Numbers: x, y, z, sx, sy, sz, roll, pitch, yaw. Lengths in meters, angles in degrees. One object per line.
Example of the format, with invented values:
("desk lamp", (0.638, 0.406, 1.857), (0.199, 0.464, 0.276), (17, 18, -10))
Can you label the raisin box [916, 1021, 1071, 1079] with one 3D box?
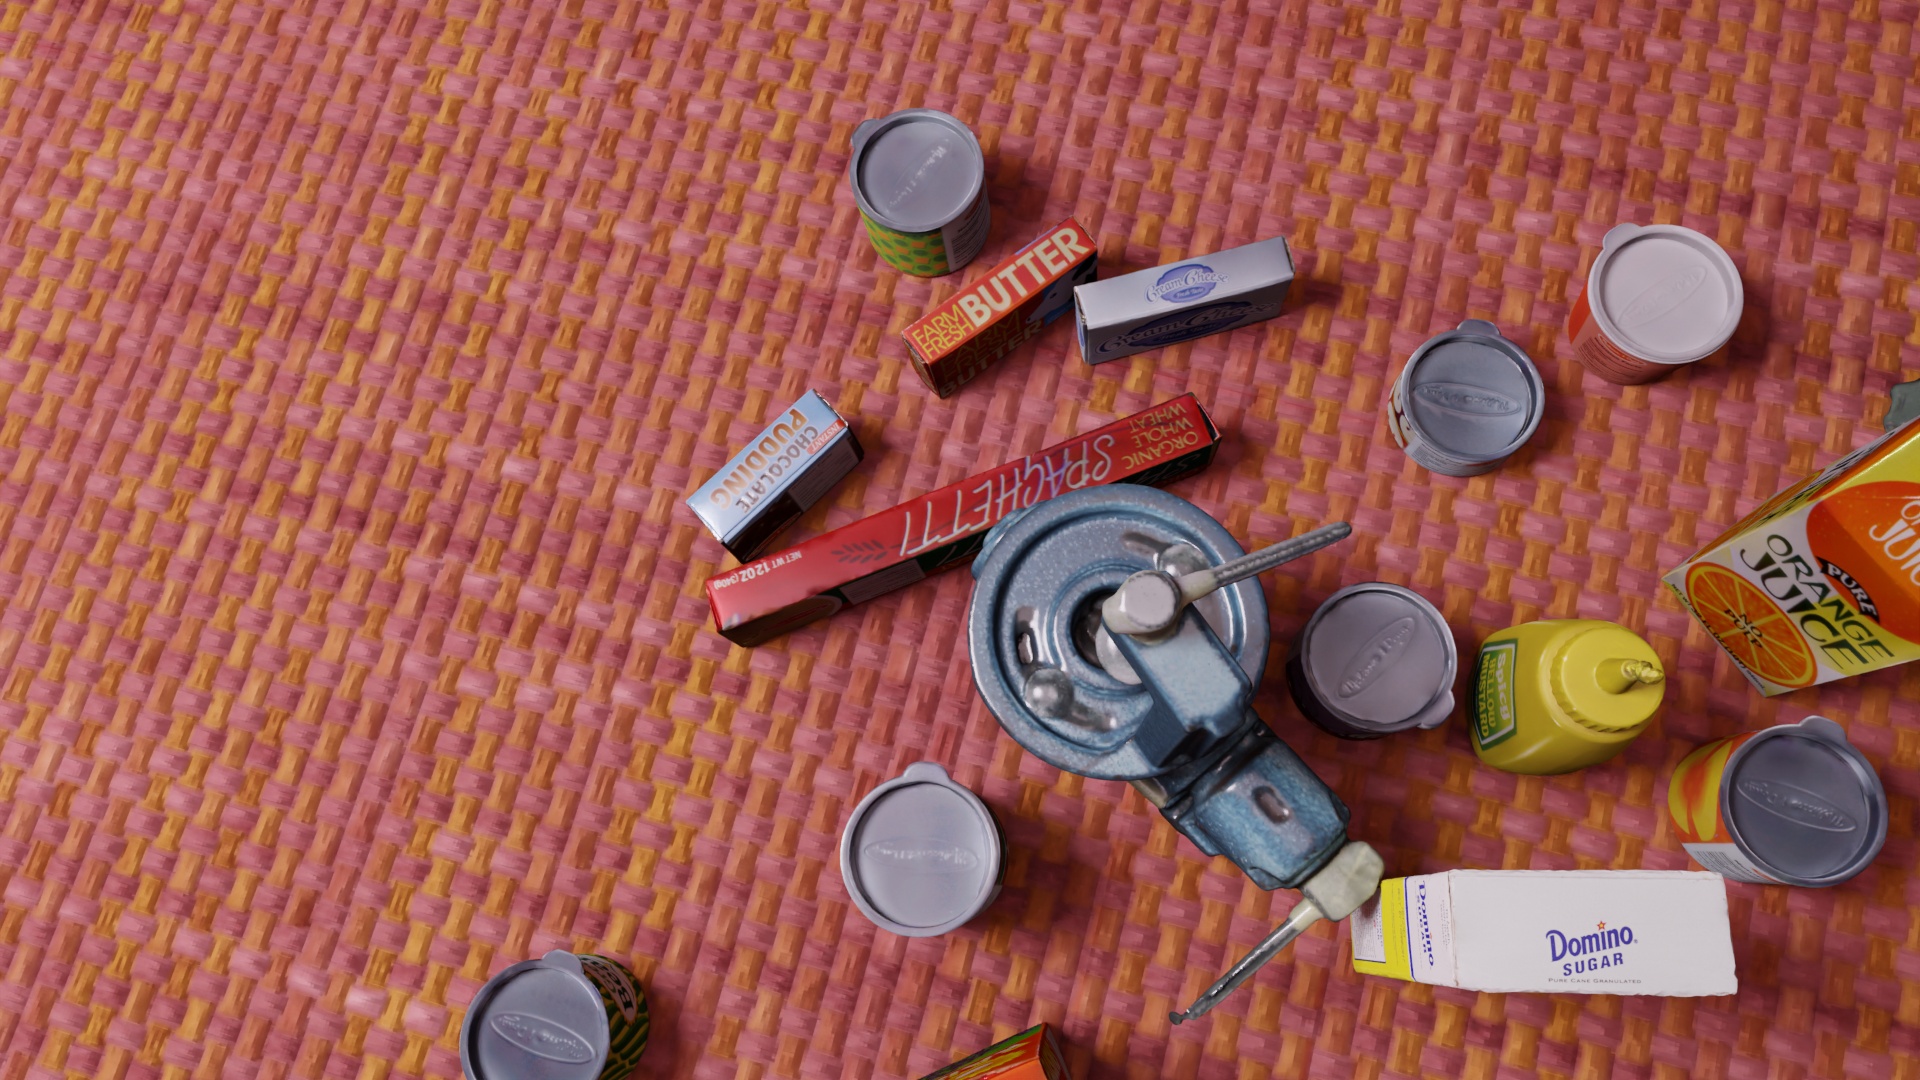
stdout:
("raisin box", (0.003, 0.236, 0.566), (0.086, 0.123, 0.040), (-23, 76, -1))

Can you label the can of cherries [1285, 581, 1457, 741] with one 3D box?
("can of cherries", (0.185, 0.058, 0.627), (0.071, 0.058, 0.071), (-1, 76, 5))

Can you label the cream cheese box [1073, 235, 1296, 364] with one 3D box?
("cream cheese box", (0.108, -0.116, 0.679), (0.104, 0.053, 0.024), (-14, 76, 2))

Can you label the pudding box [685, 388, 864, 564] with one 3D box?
("pudding box", (-0.089, -0.030, 0.677), (0.084, 0.049, 0.030), (-43, 77, -6))

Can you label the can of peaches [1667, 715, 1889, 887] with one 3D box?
("can of peaches", (0.351, 0.113, 0.599), (0.071, 0.058, 0.071), (-1, 76, 5))

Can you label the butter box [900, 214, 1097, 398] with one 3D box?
("butter box", (0.021, -0.114, 0.686), (0.103, 0.053, 0.024), (-35, 76, -4))

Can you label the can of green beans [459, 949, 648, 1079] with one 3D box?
("can of green beans", (-0.179, 0.220, 0.620), (0.071, 0.057, 0.071), (-1, 76, 5))

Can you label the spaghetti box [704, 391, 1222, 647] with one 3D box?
("spaghetti box", (0.002, -0.008, 0.664), (0.250, 0.050, 0.029), (-21, 76, 0))

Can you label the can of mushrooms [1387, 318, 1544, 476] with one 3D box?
("can of mushrooms", (0.242, -0.067, 0.666), (0.071, 0.033, 0.071), (-1, 76, 5))

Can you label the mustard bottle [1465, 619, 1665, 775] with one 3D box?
("mustard bottle", (0.249, 0.060, 0.568), (0.049, 0.160, 0.065), (4, 77, 6))

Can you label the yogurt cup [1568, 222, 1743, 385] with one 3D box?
("yogurt cup", (0.324, -0.108, 0.658), (0.072, 0.054, 0.072), (-1, 76, 5))

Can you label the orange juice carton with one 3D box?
("orange juice carton", (0.369, 0.004, 0.555), (0.073, 0.192, 0.072), (-35, 76, -3))

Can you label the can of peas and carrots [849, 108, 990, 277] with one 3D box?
("can of peas and carrots", (-0.021, -0.175, 0.702), (0.071, 0.058, 0.071), (-1, 76, 5))

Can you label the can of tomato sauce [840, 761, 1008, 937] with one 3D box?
("can of tomato sauce", (-0.013, 0.137, 0.613), (0.071, 0.083, 0.071), (-1, 77, 5))
